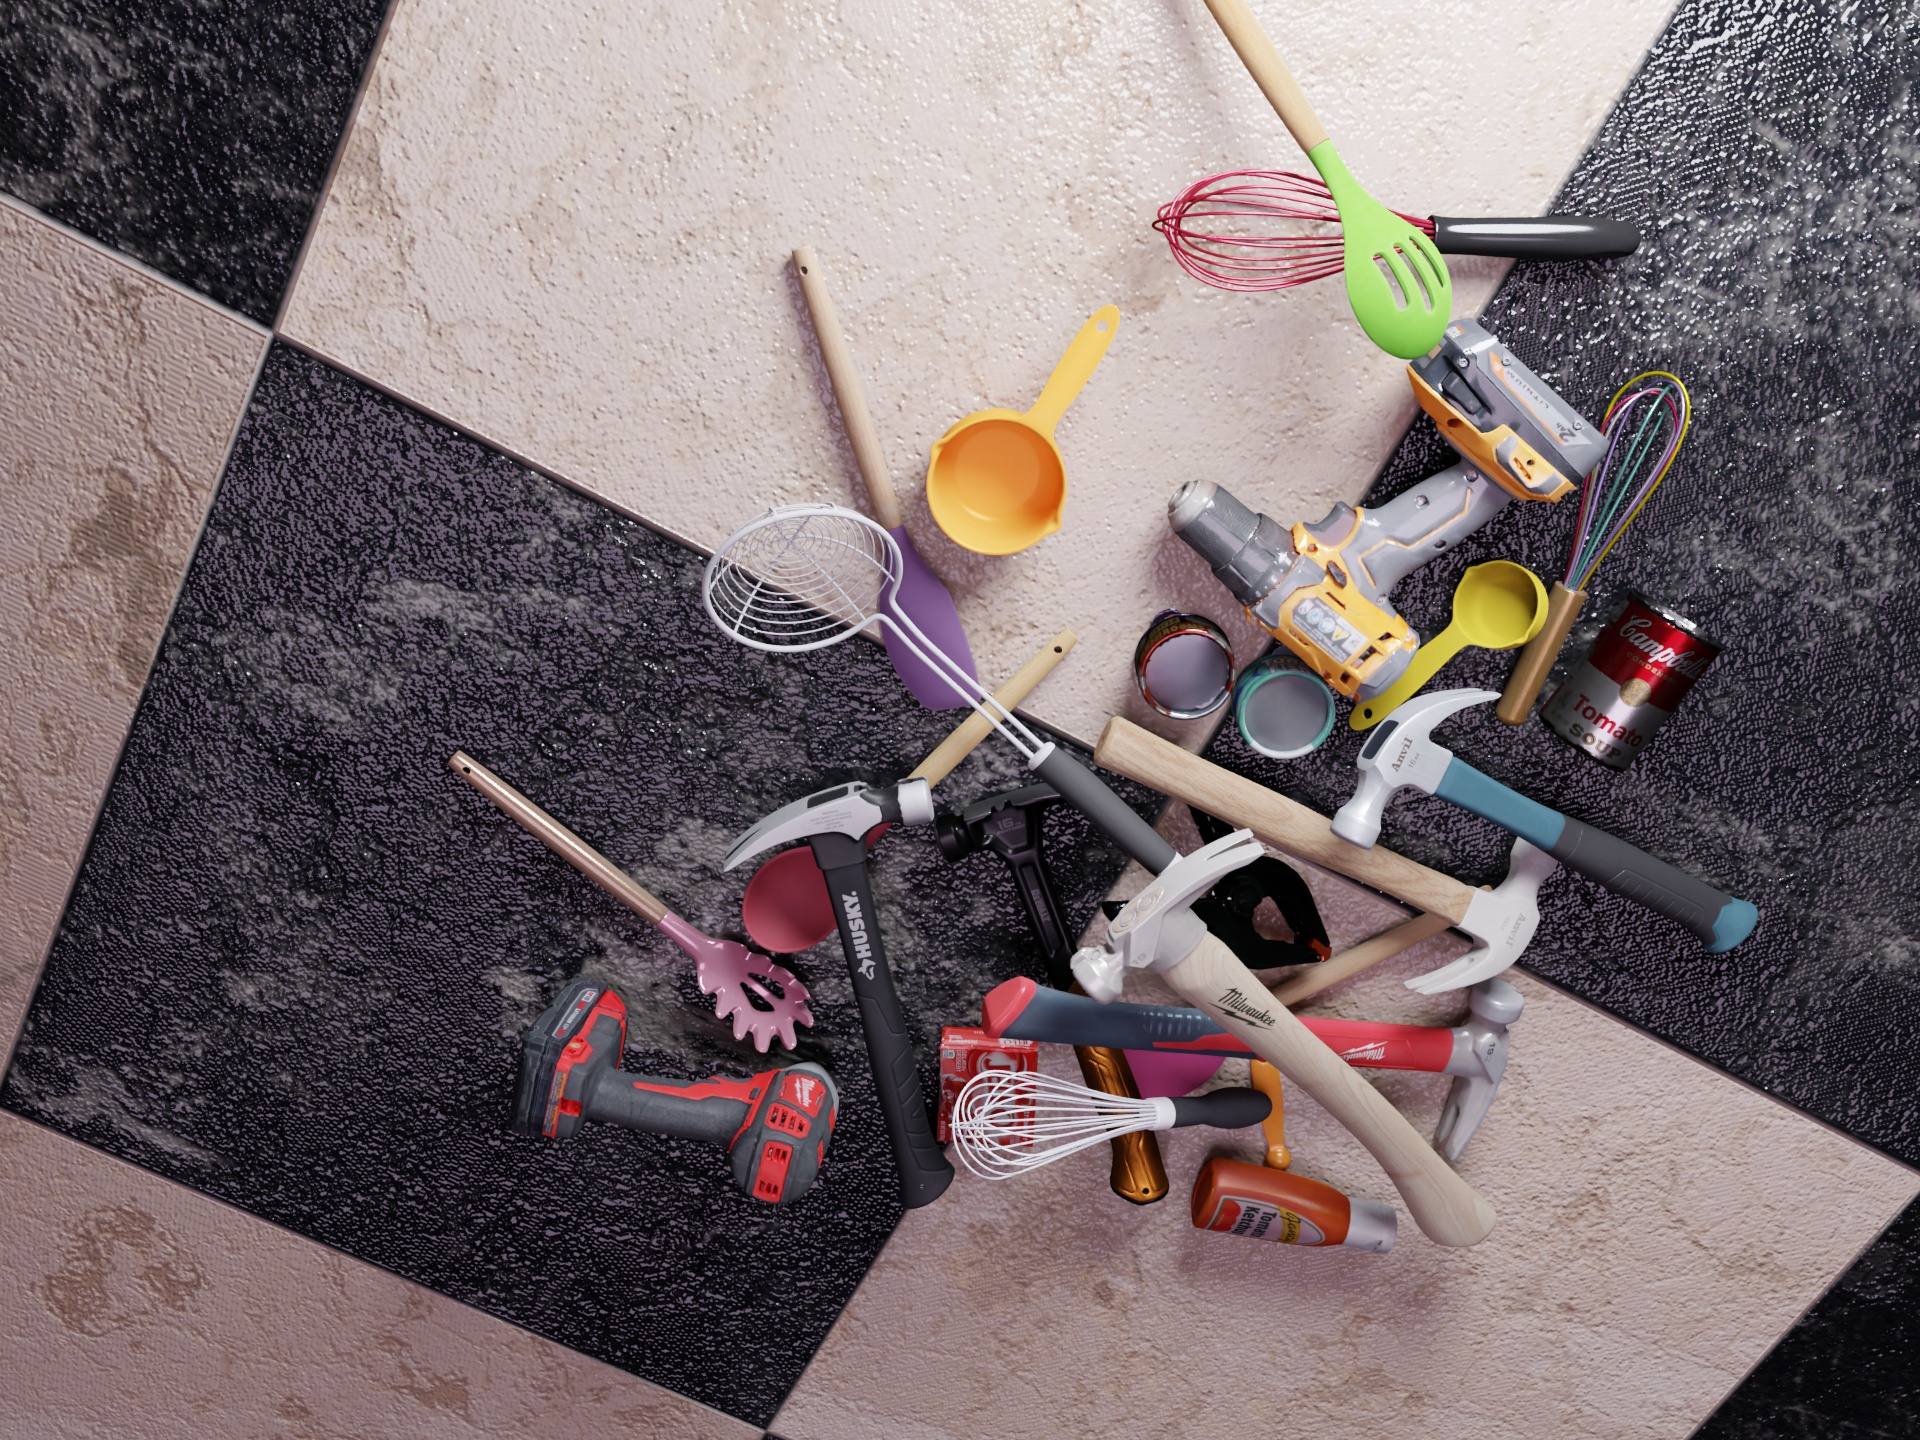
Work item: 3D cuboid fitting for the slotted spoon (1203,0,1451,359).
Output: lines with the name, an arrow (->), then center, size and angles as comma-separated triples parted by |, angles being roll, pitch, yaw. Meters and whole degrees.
slotted spoon -> 0.187, -0.345, 0.898 | 0.070, 0.031, 0.314 | -32, 89, -20

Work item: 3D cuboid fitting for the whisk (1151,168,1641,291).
whisk -> 0.260, -0.289, 0.946 | 0.296, 0.073, 0.073 | 1, 111, -4

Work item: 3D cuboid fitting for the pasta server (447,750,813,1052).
pasta server -> -0.234, 0.126, 1.132 | 0.316, 0.040, 0.060 | 40, 91, -11

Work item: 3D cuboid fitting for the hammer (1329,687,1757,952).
hammer -> 0.406, 0.081, 1.067 | 0.330, 0.033, 0.128 | 25, 91, -18

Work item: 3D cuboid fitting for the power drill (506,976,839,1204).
power drill -> -0.196, 0.263, 1.136 | 0.219, 0.143, 0.078 | 16, 107, 3

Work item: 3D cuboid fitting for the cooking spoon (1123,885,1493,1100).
cooking spoon -> 0.240, 0.198, 1.155 | 0.319, 0.017, 0.068 | -29, 102, 13

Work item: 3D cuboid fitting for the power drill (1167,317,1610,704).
power drill -> 0.259, -0.143, 0.993 | 0.185, 0.084, 0.226 | 38, 112, -10

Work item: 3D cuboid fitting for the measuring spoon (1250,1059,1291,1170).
measuring spoon -> 0.233, 0.292, 1.195 | 0.021, 0.011, 0.116 | -10, 111, 5

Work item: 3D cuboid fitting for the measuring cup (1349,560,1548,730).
measuring cup -> 0.321, -0.043, 1.054 | 0.156, 0.029, 0.062 | -45, 61, 30

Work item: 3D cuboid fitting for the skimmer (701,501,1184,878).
skimmer -> -0.002, -0.003, 1.021 | 0.363, 0.090, 0.127 | 41, 123, -5

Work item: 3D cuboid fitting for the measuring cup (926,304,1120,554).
measuring cup -> 0.046, -0.187, 0.995 | 0.095, 0.052, 0.173 | 31, 107, -10

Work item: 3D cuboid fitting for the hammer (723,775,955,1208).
hammer -> -0.063, 0.204, 1.126 | 0.146, 0.035, 0.334 | -11, 111, 1

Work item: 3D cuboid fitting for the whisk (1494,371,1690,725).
whisk -> 0.401, -0.107, 1.025 | 0.047, 0.051, 0.244 | 24, 116, 15

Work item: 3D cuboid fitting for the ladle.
ladle -> -0.034, 0.047, 1.102 | 0.069, 0.031, 0.315 | 44, 105, -9

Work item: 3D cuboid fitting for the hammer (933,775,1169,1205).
hammer -> 0.094, 0.202, 1.144 | 0.127, 0.034, 0.336 | -17, 106, 9

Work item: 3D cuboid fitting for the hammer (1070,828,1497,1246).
hammer -> 0.258, 0.240, 1.097 | 0.146, 0.038, 0.410 | -42, 115, 11

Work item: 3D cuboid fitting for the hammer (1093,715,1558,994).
hammer -> 0.241, 0.083, 1.077 | 0.331, 0.031, 0.130 | 24, 87, -8

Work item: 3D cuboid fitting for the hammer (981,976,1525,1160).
hammer -> 0.202, 0.236, 1.127 | 0.386, 0.038, 0.143 | 7, 114, -12

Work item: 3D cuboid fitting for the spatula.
spatula -> -0.054, -0.149, 1.030 | 0.060, 0.018, 0.315 | -9, 111, 23

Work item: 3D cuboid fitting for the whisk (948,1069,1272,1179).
whisk -> 0.112, 0.277, 1.107 | 0.284, 0.070, 0.070 | 6, 115, -34
